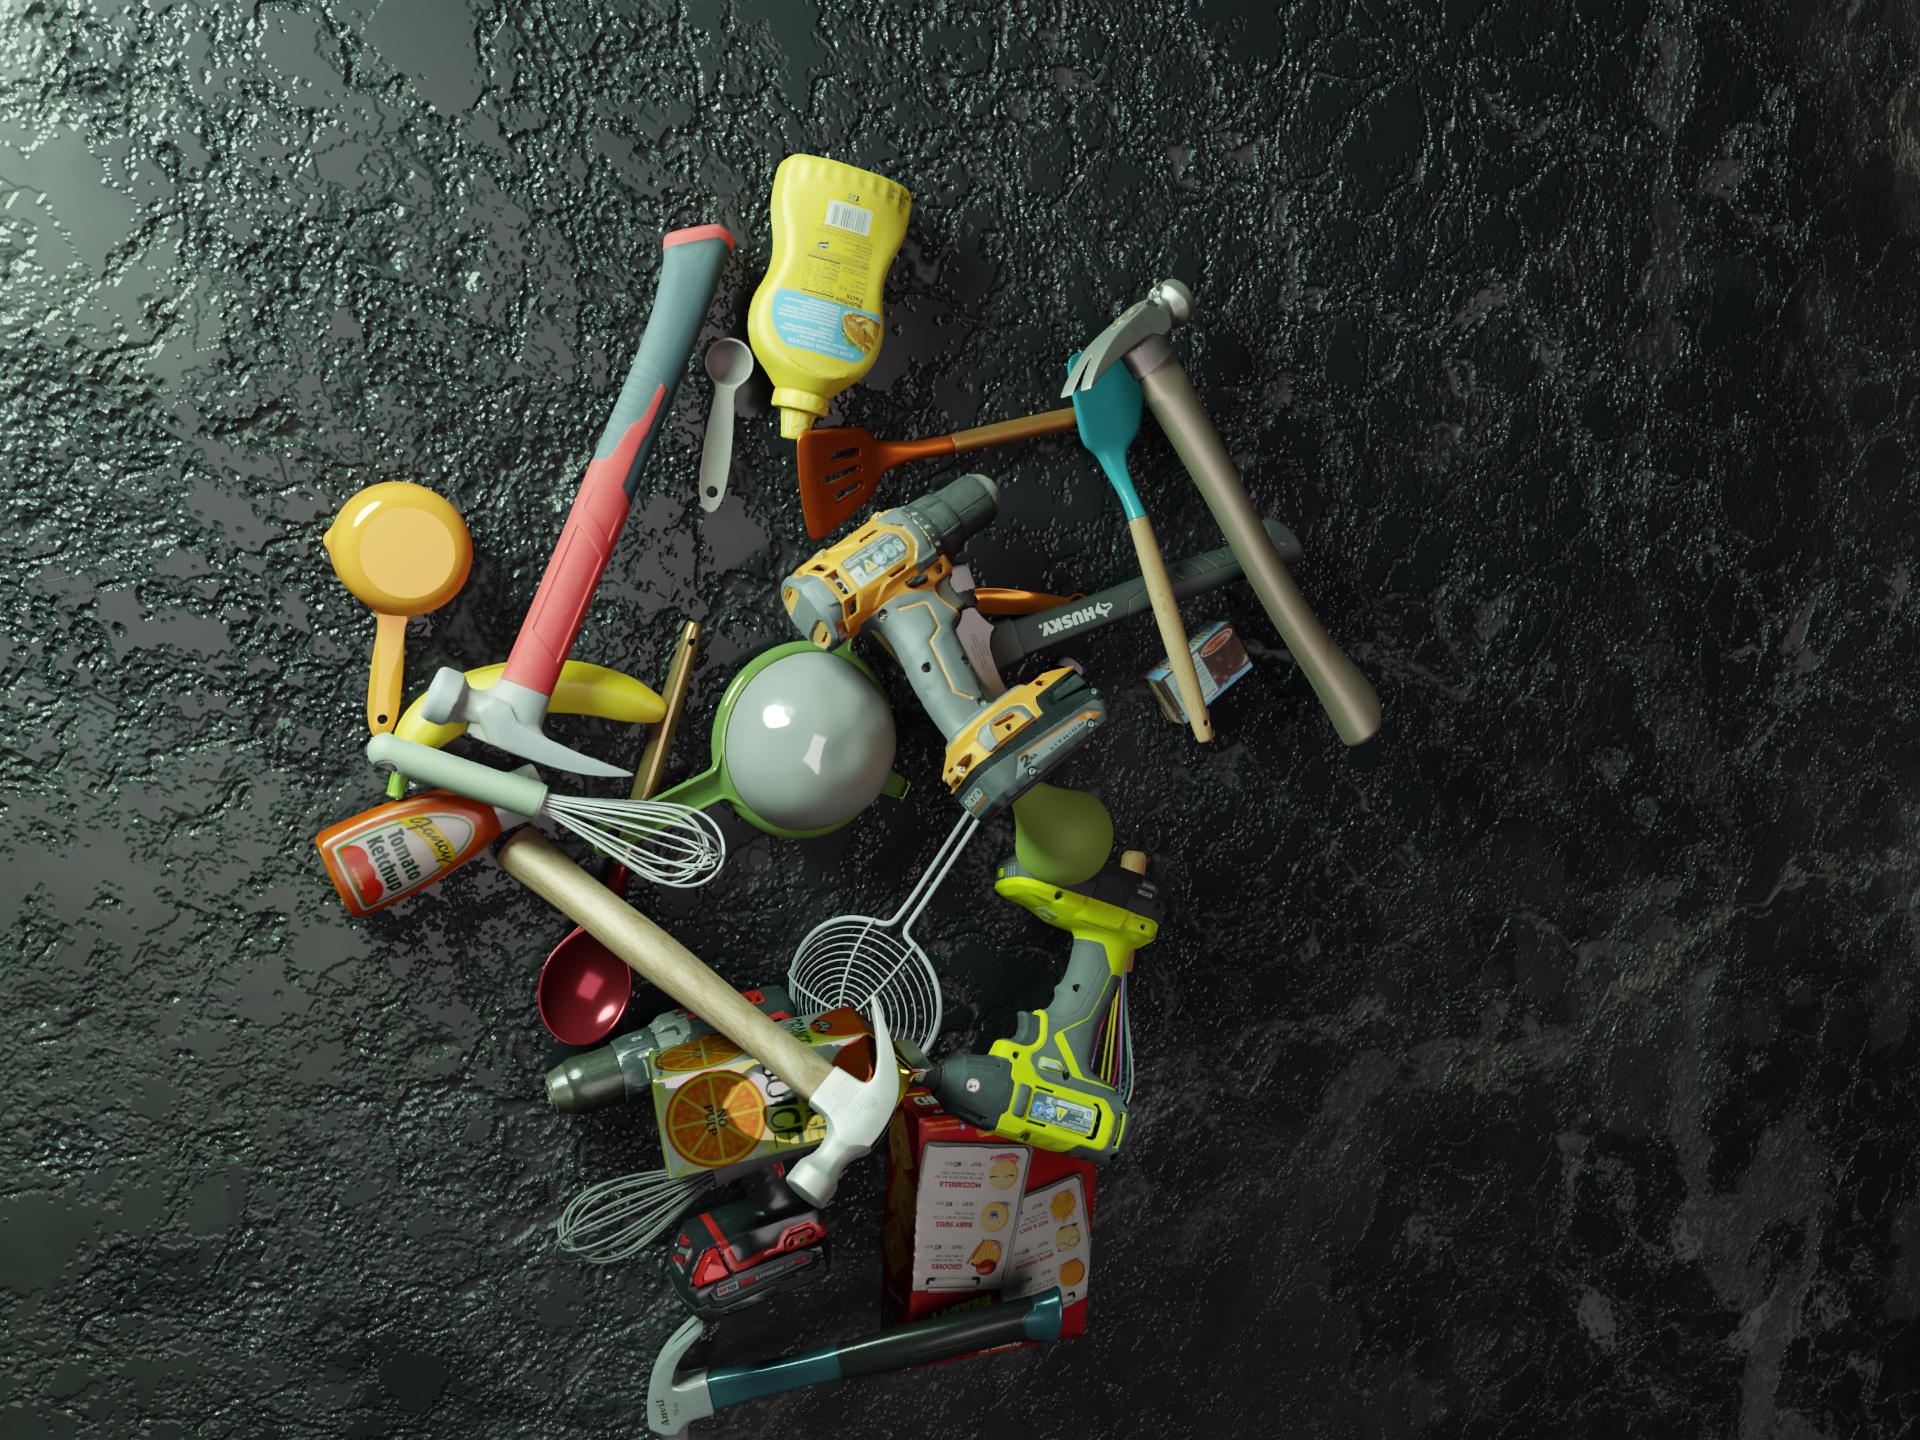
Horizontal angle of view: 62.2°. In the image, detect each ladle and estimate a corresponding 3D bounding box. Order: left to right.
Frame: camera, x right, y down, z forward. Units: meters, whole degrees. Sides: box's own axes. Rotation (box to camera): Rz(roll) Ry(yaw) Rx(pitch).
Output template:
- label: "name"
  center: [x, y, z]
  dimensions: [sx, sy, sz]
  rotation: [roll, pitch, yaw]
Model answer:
- label: "ladle"
  center: [-0.238, 0.079, 1.150]
  dimensions: [0.069, 0.031, 0.315]
  rotation: [17, 89, -30]
- label: "ladle"
  center: [-0.002, -0.004, 1.200]
  dimensions: [0.078, 0.062, 0.320]
  rotation: [-41, 91, -1]

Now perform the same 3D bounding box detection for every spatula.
- label: "spatula"
  center: [0.018, -0.212, 1.212]
  dimensions: [0.322, 0.041, 0.081]
  rotation: [-17, 118, -23]
- label: "spatula"
  center: [0.152, -0.136, 1.249]
  dimensions: [0.082, 0.044, 0.317]
  rotation: [-17, 90, -30]

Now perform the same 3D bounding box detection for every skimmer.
- label: "skimmer"
  center: [-0.005, 0.108, 1.253]
  dimensions: [0.127, 0.090, 0.363]
  rotation: [29, 70, 14]

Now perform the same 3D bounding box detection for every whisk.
- label: "whisk"
  center: [-0.275, 0.056, 1.070]
  dimensions: [0.246, 0.058, 0.059]
  rotation: [21, 62, -17]
- label: "whisk"
  center: [-0.176, 0.324, 1.133]
  dimensions: [0.239, 0.055, 0.055]
  rotation: [-19, 107, -27]
- label: "whisk"
  center: [0.130, 0.231, 1.347]
  dimensions: [0.047, 0.051, 0.245]
  rotation: [5, 93, -61]

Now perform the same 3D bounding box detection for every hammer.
- label: "hammer"
  center: [-0.224, -0.154, 1.083]
  dimensions: [0.143, 0.038, 0.386]
  rotation: [24, 82, -22]
- label: "hammer"
  center: [-0.181, 0.177, 1.083]
  dimensions: [0.331, 0.031, 0.130]
  rotation: [35, 64, 12]
- label: "hammer"
  center: [-0.080, 0.496, 1.236]
  dimensions: [0.331, 0.033, 0.128]
  rotation: [-12, 101, -3]
- label: "hammer"
  center: [0.142, -0.094, 1.281]
  dimensions: [0.334, 0.035, 0.146]
  rotation: [-20, 90, -25]
- label: "hammer"
  center: [0.226, -0.140, 1.271]
  dimensions: [0.146, 0.038, 0.410]
  rotation: [-47, 113, -32]

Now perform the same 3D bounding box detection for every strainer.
- label: "strainer"
  center: [-0.144, 0.040, 1.149]
  dimensions: [0.256, 0.069, 0.151]
  rotation: [-27, 111, -27]

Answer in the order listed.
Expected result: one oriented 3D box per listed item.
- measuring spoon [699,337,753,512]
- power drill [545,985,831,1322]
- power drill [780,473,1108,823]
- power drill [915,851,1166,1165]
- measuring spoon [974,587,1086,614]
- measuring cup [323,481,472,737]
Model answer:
- label: "measuring spoon"
  center: [-0.171, -0.211, 1.140]
  dimensions: [0.034, 0.018, 0.124]
  rotation: [10, 102, -1]
- label: "power drill"
  center: [-0.197, 0.324, 1.186]
  dimensions: [0.188, 0.080, 0.226]
  rotation: [-14, 102, -23]
- label: "power drill"
  center: [0.007, -0.063, 1.152]
  dimensions: [0.185, 0.084, 0.226]
  rotation: [-38, 83, -24]
- label: "power drill"
  center: [0.068, 0.218, 1.251]
  dimensions: [0.171, 0.080, 0.223]
  rotation: [20, 73, -15]
- label: "measuring spoon"
  center: [0.049, -0.093, 1.267]
  dimensions: [0.117, 0.011, 0.021]
  rotation: [1, 84, -22]
- label: "measuring cup"
  center: [-0.370, -0.070, 1.045]
  dimensions: [0.095, 0.052, 0.173]
  rotation: [5, 95, -26]
